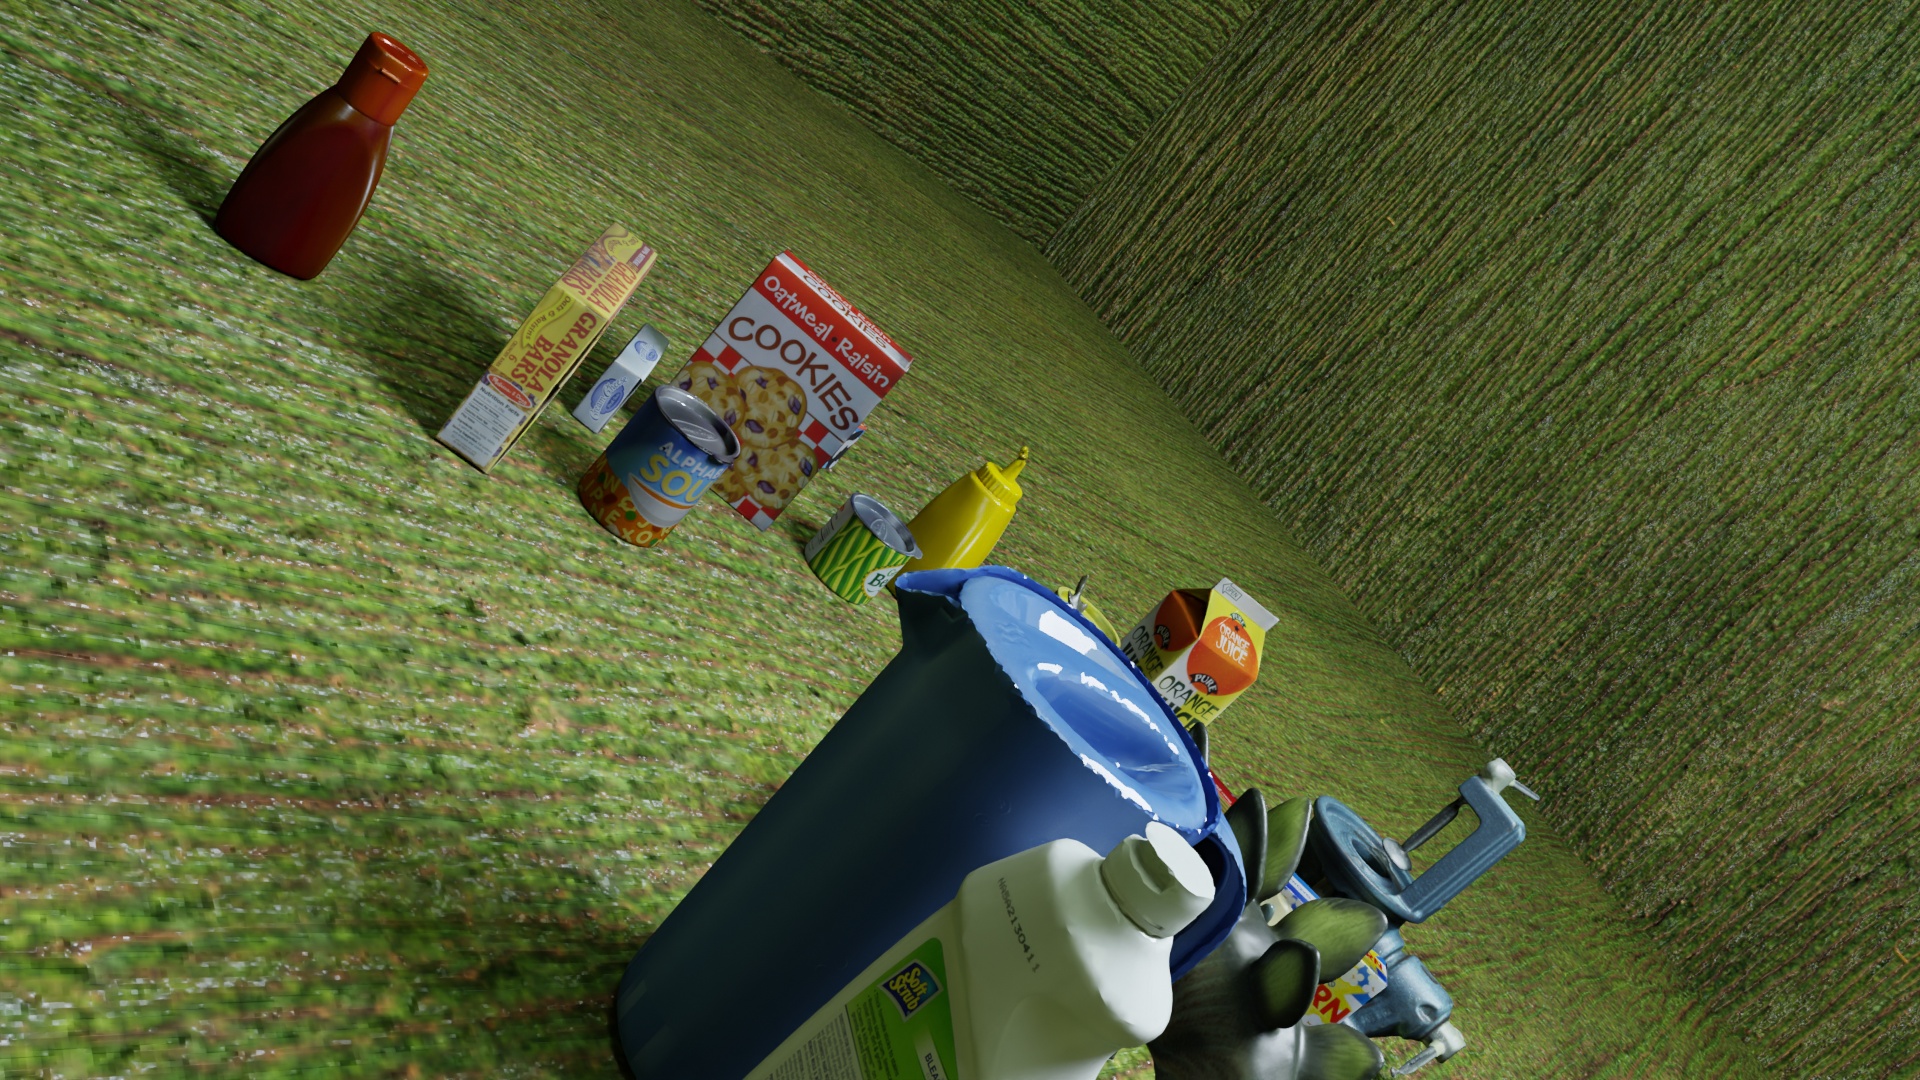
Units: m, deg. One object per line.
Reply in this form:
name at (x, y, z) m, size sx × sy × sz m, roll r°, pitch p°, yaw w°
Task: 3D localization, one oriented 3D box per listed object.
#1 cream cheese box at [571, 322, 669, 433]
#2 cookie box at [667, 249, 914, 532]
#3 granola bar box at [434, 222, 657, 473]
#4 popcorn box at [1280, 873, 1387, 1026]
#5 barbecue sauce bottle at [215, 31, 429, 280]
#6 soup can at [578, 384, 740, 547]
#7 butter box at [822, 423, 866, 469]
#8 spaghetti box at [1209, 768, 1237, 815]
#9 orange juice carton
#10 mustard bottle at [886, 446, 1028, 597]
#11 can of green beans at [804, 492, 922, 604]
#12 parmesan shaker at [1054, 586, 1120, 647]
cream cheese box at (-0.240, -0.117, 0.989) m, size 0.024 × 0.053 × 0.104 m, roll 39°, pitch 18°, yaw -16°
cookie box at (-0.135, -0.108, 1.011) m, size 0.123 × 0.167 × 0.040 m, roll 41°, pitch 17°, yaw -10°
granola bar box at (-0.251, -0.124, 0.861) m, size 0.039 × 0.124 × 0.166 m, roll 38°, pitch 18°, yaw -17°
popcorn box at (0.238, 0.299, 1.022) m, size 0.127 × 0.085 × 0.038 m, roll 44°, pitch 17°, yaw 3°
barbecue sauce bottle at (-0.364, -0.224, 0.804) m, size 0.065 × 0.148 × 0.044 m, roll 32°, pitch 20°, yaw -35°
soup can at (-0.190, -0.045, 0.880) m, size 0.071 × 0.083 × 0.071 m, roll 39°, pitch 17°, yaw -15°
butter box at (-0.128, -0.092, 1.181) m, size 0.024 × 0.053 × 0.103 m, roll 51°, pitch 18°, yaw 23°
spaghetti box at (0.139, 0.151, 1.212) m, size 0.250 × 0.050 × 0.029 m, roll 49°, pitch 17°, yaw 17°
orange juice carton at (0.168, 0.112, 1.125) m, size 0.071 × 0.192 × 0.073 m, roll 35°, pitch 19°, yaw -26°
mustard bottle at (0.004, -0.014, 1.112) m, size 0.065 × 0.160 × 0.049 m, roll 52°, pitch 18°, yaw 26°
can of green beans at (-0.076, 0.007, 1.058) m, size 0.071 × 0.057 × 0.071 m, roll 39°, pitch 17°, yaw -15°
parmesan shaker at (0.065, 0.094, 1.089) m, size 0.071 × 0.103 × 0.071 m, roll 39°, pitch 17°, yaw -15°
